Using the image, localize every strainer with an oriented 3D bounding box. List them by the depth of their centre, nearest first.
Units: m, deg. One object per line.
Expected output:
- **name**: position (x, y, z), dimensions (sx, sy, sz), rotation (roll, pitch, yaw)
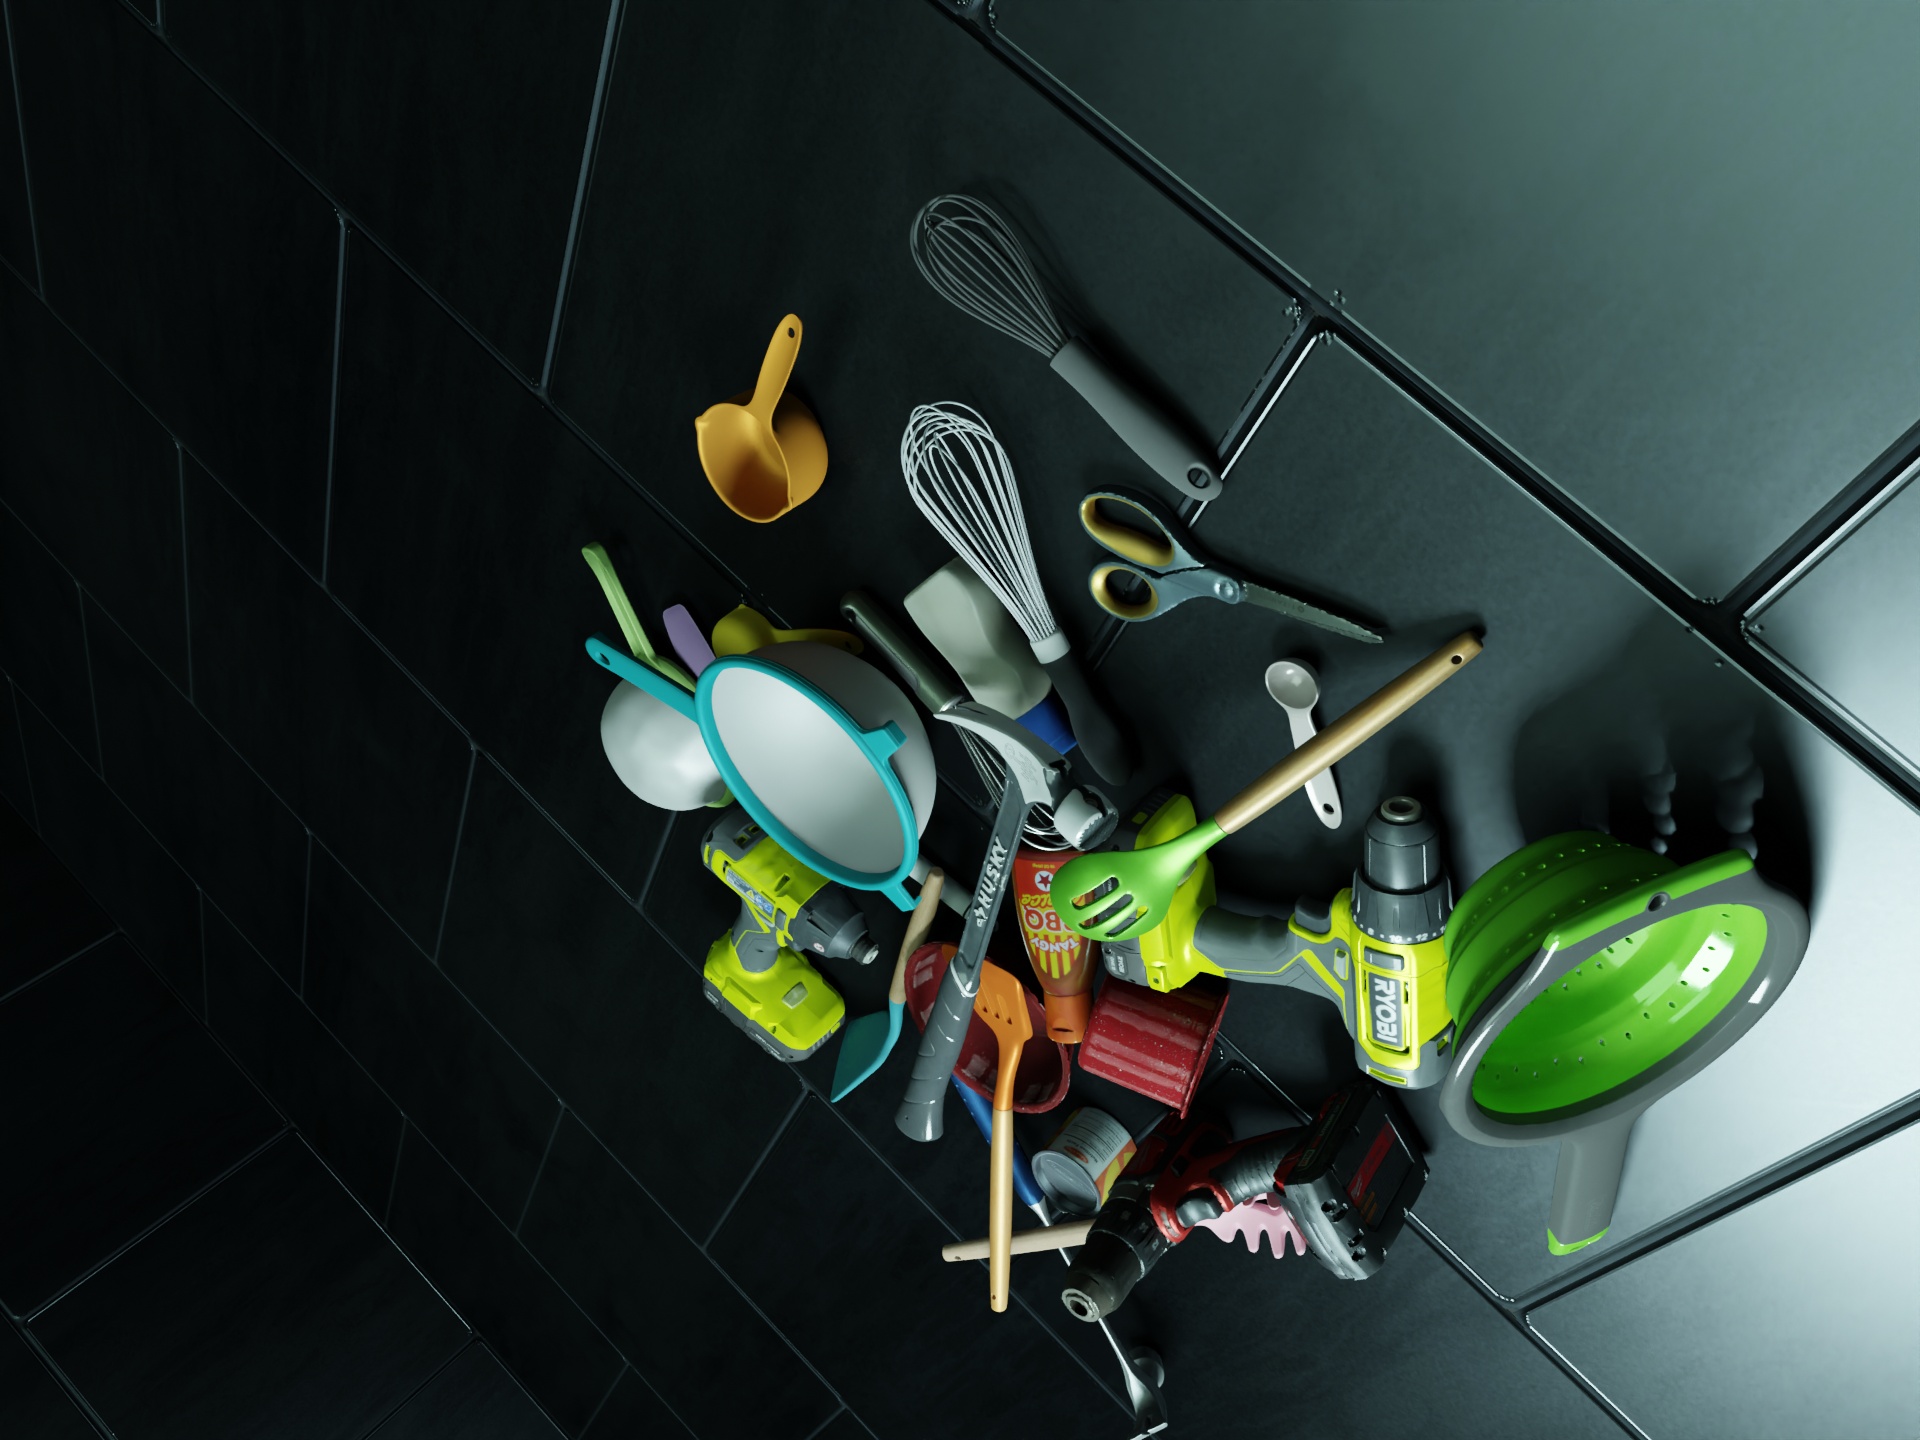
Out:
- **strainer**: position (-0.140, -0.010, 1.206), dimensions (0.341, 0.095, 0.210), rotation (29, 143, 28)
- **strainer**: position (-0.072, 0.087, 1.263), dimensions (0.258, 0.050, 0.086), rotation (36, 124, 14)
- **strainer**: position (-0.277, -0.023, 1.339), dimensions (0.151, 0.069, 0.256), rotation (8, 126, 49)

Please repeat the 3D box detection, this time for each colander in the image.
- **colander**: position (0.339, 0.179, 0.890), dimensions (0.396, 0.204, 0.095), rotation (74, 173, -46)

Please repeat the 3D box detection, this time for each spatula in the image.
- **spatula**: position (0.025, 0.319, 1.218), dimensions (0.081, 0.041, 0.322), rotation (18, 115, 43)
- **spatula**: position (-0.058, 0.213, 1.314), dimensions (0.044, 0.082, 0.317), rotation (14, 138, -3)
- **spatula**: position (-0.165, 0.044, 1.336), dimensions (0.060, 0.018, 0.316), rotation (-16, 106, 56)

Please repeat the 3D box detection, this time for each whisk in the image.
- **whisk**: position (0.062, -0.213, 0.909), dimensions (0.239, 0.055, 0.055), rotation (45, 140, 2)
- **whisk**: position (0.043, -0.076, 1.019), dimensions (0.070, 0.070, 0.284), rotation (-11, 115, 47)
- **whisk**: position (-0.002, -0.004, 1.121), dimensions (0.246, 0.059, 0.057), rotation (47, 153, 15)

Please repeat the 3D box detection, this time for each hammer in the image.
- **hammer**: position (0.003, 0.165, 1.129), dimensions (0.149, 0.036, 0.408), rotation (45, 137, 32)
- **hammer**: position (0.069, 0.410, 1.327), dimensions (0.405, 0.035, 0.144), rotation (61, -176, -2)

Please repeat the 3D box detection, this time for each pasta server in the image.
- **pasta server**: position (0.121, 0.398, 1.231), dimensions (0.316, 0.040, 0.060), rotation (-18, 119, 26)

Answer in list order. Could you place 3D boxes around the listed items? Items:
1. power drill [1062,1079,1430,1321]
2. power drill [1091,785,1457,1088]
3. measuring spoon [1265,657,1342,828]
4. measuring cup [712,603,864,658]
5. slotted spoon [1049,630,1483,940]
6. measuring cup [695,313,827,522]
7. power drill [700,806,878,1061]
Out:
- **power drill**: position (0.184, 0.333, 1.086), dimensions (0.226, 0.188, 0.080), rotation (-23, 102, 45)
- **power drill**: position (0.200, 0.117, 0.994), dimensions (0.229, 0.080, 0.190), rotation (12, 126, 35)
- **measuring spoon**: position (0.213, 0.012, 0.955), dimensions (0.034, 0.018, 0.124), rotation (7, 130, 42)
- **measuring cup**: position (-0.136, -0.056, 1.223), dimensions (0.157, 0.029, 0.062), rotation (5, 121, 44)
- **slotted spoon**: position (0.170, 0.044, 0.923), dimensions (0.070, 0.031, 0.313), rotation (42, 119, -14)
- **measuring cup**: position (-0.120, -0.213, 1.077), dimensions (0.095, 0.052, 0.173), rotation (43, 138, 12)
- **power drill**: position (-0.150, 0.193, 1.367), dimensions (0.171, 0.080, 0.223), rotation (37, 143, 18)
